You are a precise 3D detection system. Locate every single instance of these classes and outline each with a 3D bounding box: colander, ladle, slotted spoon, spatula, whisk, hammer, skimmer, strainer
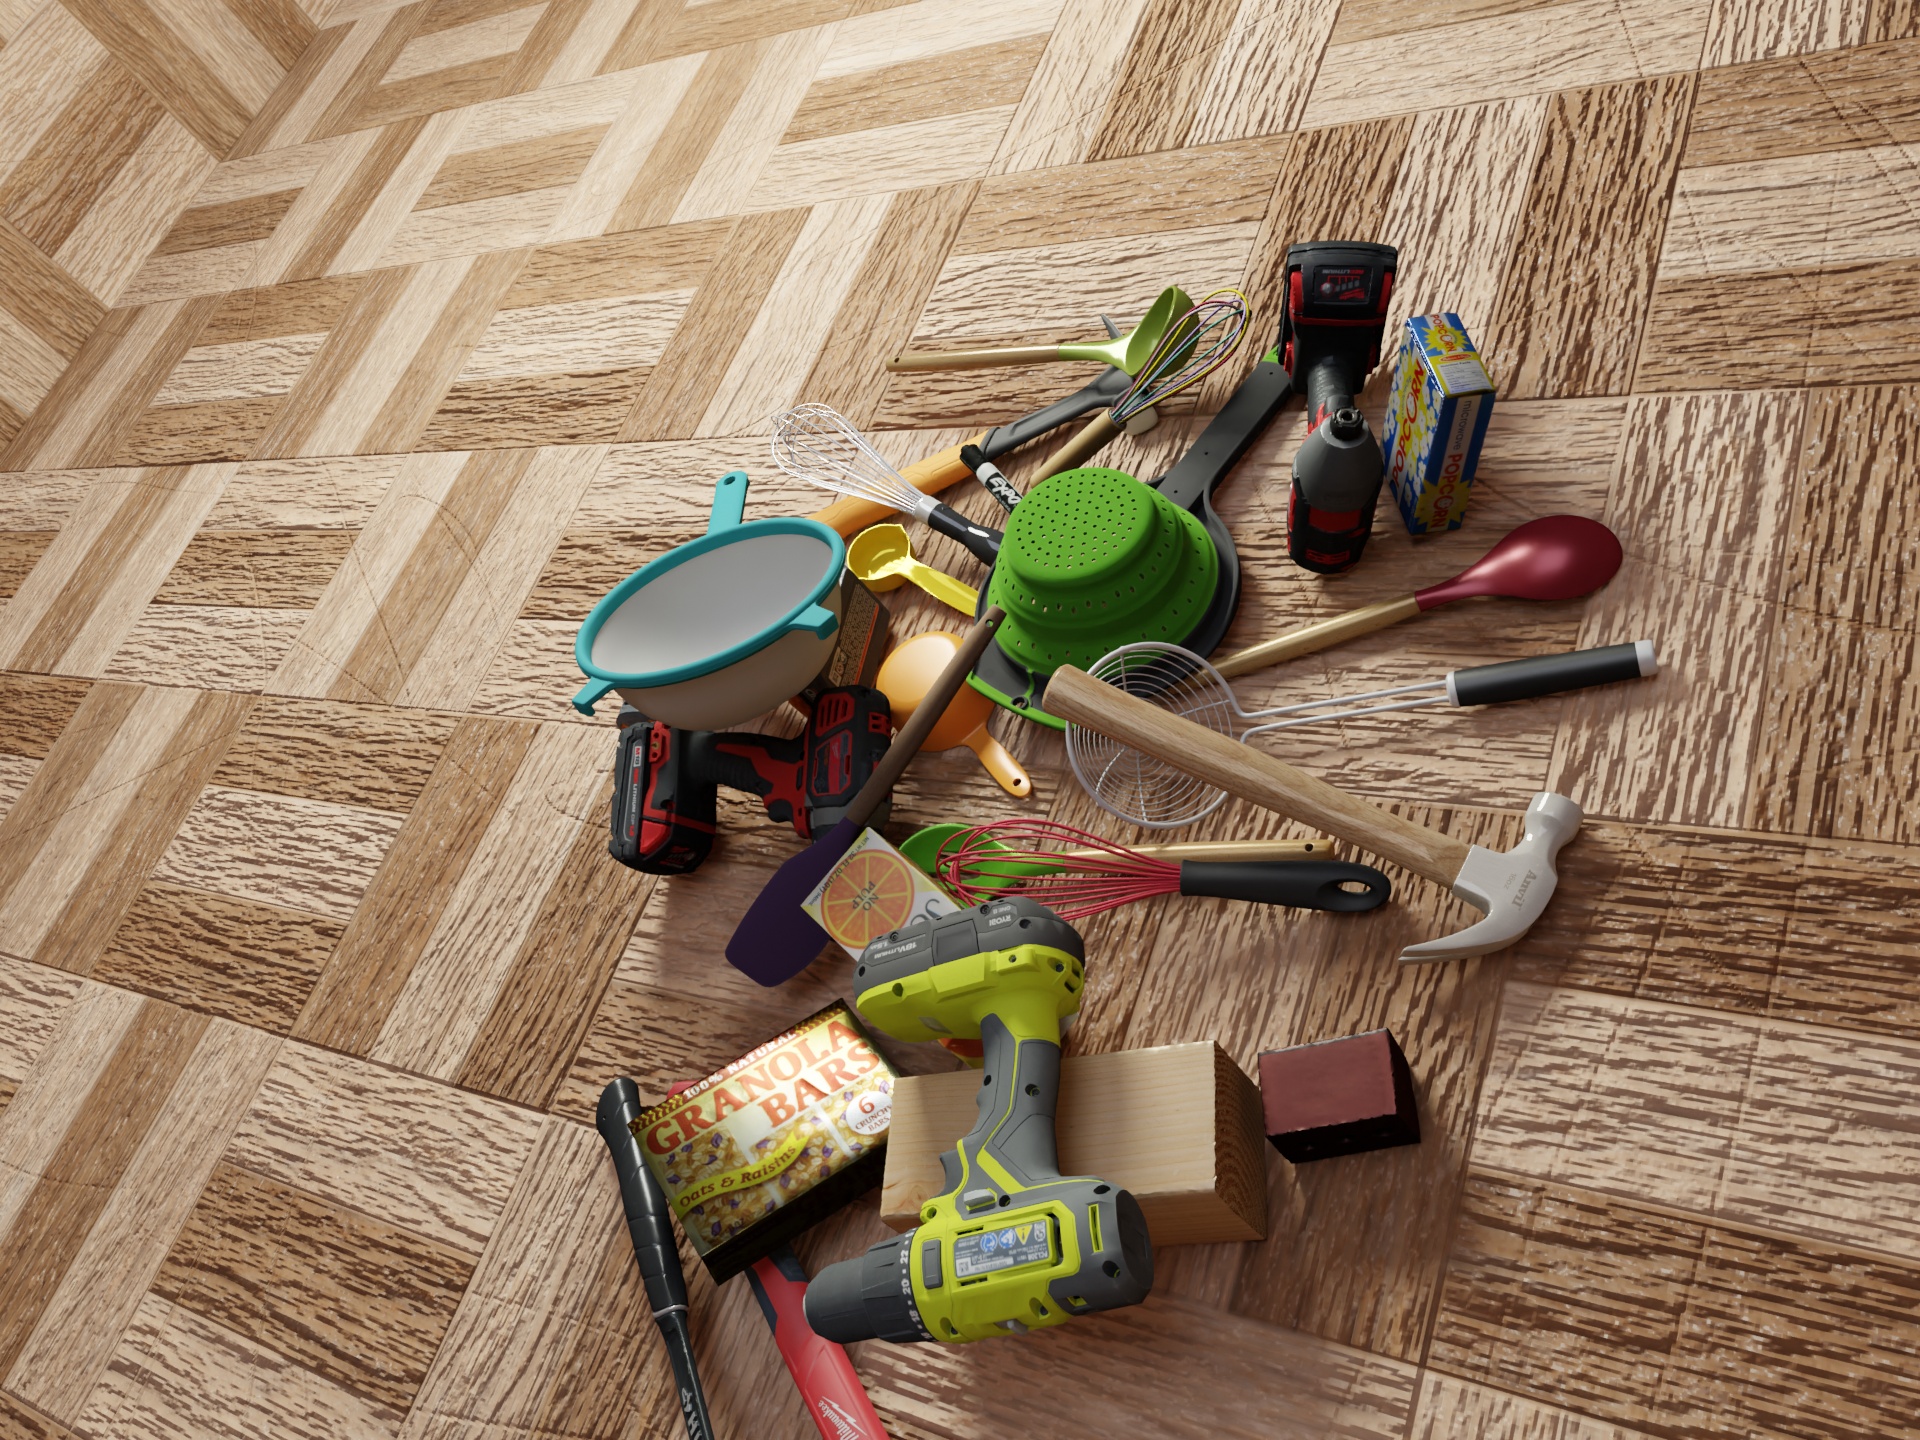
[{"bbox_3d":[0.144,-0.176,1.180,0.205,0.094,0.397,27,68,34],"label":"colander"},{"bbox_3d":[0.288,-0.073,1.089,0.315,0.031,0.069,-19,51,21],"label":"ladle"},{"bbox_3d":[0.097,0.097,1.080,0.314,0.031,0.070,-6,66,26],"label":"slotted spoon"},{"bbox_3d":[-0.059,0.052,1.125,0.060,0.018,0.316,34,89,3],"label":"spatula"},{"bbox_3d":[0.137,-0.252,1.242,0.245,0.047,0.051,-37,-1,41],"label":"whisk"},{"bbox_3d":[0.199,0.045,0.983,0.331,0.031,0.130,25,71,21],"label":"hammer"},{"bbox_3d":[0.124,0.101,1.022,0.296,0.073,0.073,1,58,18],"label":"whisk"},{"bbox_3d":[0.058,-0.315,1.337,0.320,0.062,0.078,5,68,36],"label":"ladle"},{"bbox_3d":[0.002,-0.231,1.372,0.337,0.034,0.127,-24,49,15],"label":"hammer"},{"bbox_3d":[0.251,-0.011,1.021,0.363,0.090,0.127,-10,82,23],"label":"skimmer"},{"bbox_3d":[-0.173,-0.090,1.232,0.211,0.095,0.341,-18,31,7],"label":"strainer"},{"bbox_3d":[-0.116,0.381,0.996,0.143,0.038,0.387,-42,46,1],"label":"hammer"},{"bbox_3d":[-0.051,-0.189,1.322,0.285,0.070,0.070,32,77,24],"label":"whisk"},{"bbox_3d":[-0.179,0.386,1.003,0.149,0.036,0.409,-63,35,25],"label":"hammer"}]

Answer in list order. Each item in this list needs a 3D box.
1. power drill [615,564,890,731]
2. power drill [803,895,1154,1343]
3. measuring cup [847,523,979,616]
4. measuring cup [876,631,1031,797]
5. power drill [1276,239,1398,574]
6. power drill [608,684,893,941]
[{"bbox_3d":[-0.175,-0.065,1.331,0.226,0.084,0.164,-8,54,32],"label":"power drill"},{"bbox_3d":[-0.001,0.229,0.887,0.190,0.080,0.229,-19,52,19],"label":"power drill"},{"bbox_3d":[-0.028,-0.113,1.318,0.157,0.029,0.062,31,75,30],"label":"measuring cup"},{"bbox_3d":[-0.002,-0.004,1.195,0.095,0.052,0.174,-41,44,-1],"label":"measuring cup"},{"bbox_3d":[0.266,-0.229,1.127,0.078,0.143,0.220,3,60,8],"label":"power drill"},{"bbox_3d":[-0.153,0.075,1.205,0.227,0.080,0.188,-6,74,27],"label":"power drill"}]
